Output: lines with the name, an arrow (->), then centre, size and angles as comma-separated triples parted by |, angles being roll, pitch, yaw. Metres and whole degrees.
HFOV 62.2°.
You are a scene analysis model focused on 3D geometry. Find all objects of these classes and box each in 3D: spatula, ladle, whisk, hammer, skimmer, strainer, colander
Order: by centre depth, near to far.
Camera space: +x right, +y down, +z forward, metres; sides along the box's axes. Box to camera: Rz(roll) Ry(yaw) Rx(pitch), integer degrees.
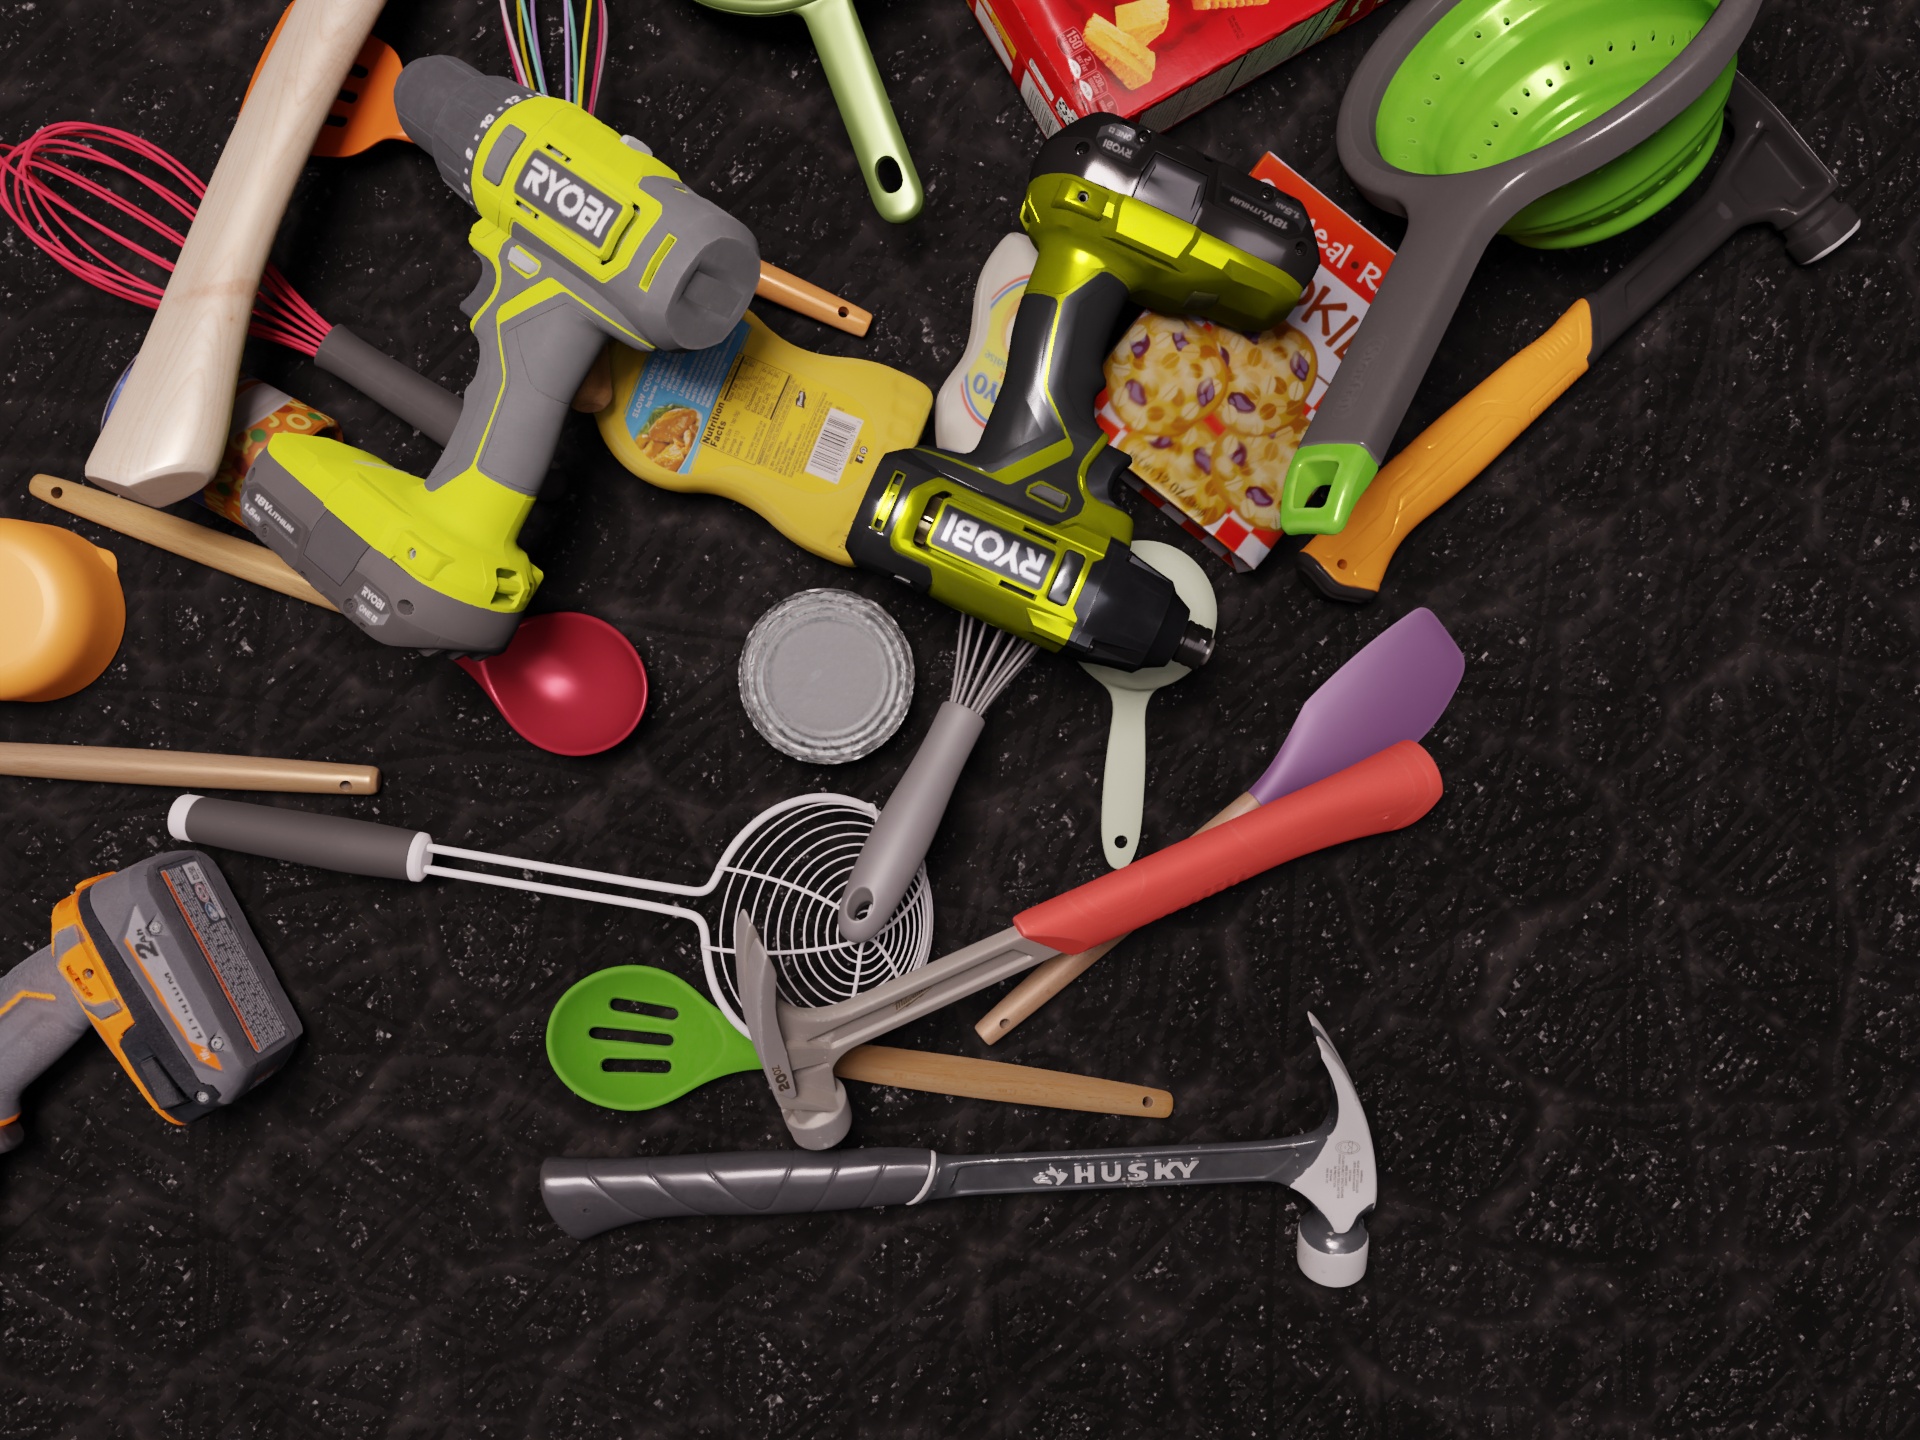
hammer -> -0.305, -0.292, 0.719 | 0.146, 0.038, 0.411 | 17, 78, 4
colander -> 0.253, -0.226, 0.730 | 0.094, 0.205, 0.397 | 42, 69, -36
whisk -> -0.181, -0.262, 0.737 | 0.047, 0.051, 0.245 | -9, 80, 6
hammer -> 0.071, 0.081, 0.748 | 0.359, 0.037, 0.149 | -22, 135, -15
whisk -> -0.002, -0.003, 0.756 | 0.055, 0.055, 0.239 | 27, 71, -4
whisk -> -0.318, -0.190, 0.757 | 0.295, 0.073, 0.073 | 32, 89, -9
strainer -> -0.065, -0.355, 0.759 | 0.151, 0.069, 0.256 | -20, 93, 13
ladle -> -0.301, -0.059, 0.775 | 0.315, 0.031, 0.069 | 21, 87, -2
skimmer -> -0.195, 0.079, 0.779 | 0.363, 0.090, 0.127 | 9, 84, 5
hammer -> 0.000, 0.220, 0.780 | 0.409, 0.036, 0.149 | -3, 115, 0
spatula -> -0.194, -0.258, 0.782 | 0.322, 0.041, 0.081 | 23, 89, -8
hammer -> 0.296, -0.188, 0.808 | 0.337, 0.034, 0.127 | -43, 94, -2
spatula -> 0.133, 0.060, 0.810 | 0.316, 0.018, 0.059 | -39, 105, -3

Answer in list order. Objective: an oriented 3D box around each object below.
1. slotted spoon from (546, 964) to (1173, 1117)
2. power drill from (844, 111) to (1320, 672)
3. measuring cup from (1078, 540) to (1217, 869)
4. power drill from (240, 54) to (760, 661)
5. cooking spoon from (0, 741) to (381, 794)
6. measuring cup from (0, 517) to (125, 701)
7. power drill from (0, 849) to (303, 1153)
slotted spoon -> -0.047, 0.174, 0.796 | 0.313, 0.031, 0.070 | 9, 79, -6
power drill -> 0.068, -0.141, 0.726 | 0.171, 0.080, 0.223 | 23, 87, -3
measuring cup -> 0.088, -0.008, 0.795 | 0.083, 0.038, 0.167 | 4, 89, -4
power drill -> -0.213, -0.160, 0.689 | 0.191, 0.080, 0.228 | 37, 102, 20
cooking spoon -> -0.444, 0.020, 0.770 | 0.319, 0.017, 0.068 | 4, 110, -4
measuring cup -> -0.475, -0.086, 0.749 | 0.095, 0.052, 0.173 | -36, 95, -2
power drill -> -0.436, 0.175, 0.746 | 0.226, 0.084, 0.164 | -26, 93, 1
